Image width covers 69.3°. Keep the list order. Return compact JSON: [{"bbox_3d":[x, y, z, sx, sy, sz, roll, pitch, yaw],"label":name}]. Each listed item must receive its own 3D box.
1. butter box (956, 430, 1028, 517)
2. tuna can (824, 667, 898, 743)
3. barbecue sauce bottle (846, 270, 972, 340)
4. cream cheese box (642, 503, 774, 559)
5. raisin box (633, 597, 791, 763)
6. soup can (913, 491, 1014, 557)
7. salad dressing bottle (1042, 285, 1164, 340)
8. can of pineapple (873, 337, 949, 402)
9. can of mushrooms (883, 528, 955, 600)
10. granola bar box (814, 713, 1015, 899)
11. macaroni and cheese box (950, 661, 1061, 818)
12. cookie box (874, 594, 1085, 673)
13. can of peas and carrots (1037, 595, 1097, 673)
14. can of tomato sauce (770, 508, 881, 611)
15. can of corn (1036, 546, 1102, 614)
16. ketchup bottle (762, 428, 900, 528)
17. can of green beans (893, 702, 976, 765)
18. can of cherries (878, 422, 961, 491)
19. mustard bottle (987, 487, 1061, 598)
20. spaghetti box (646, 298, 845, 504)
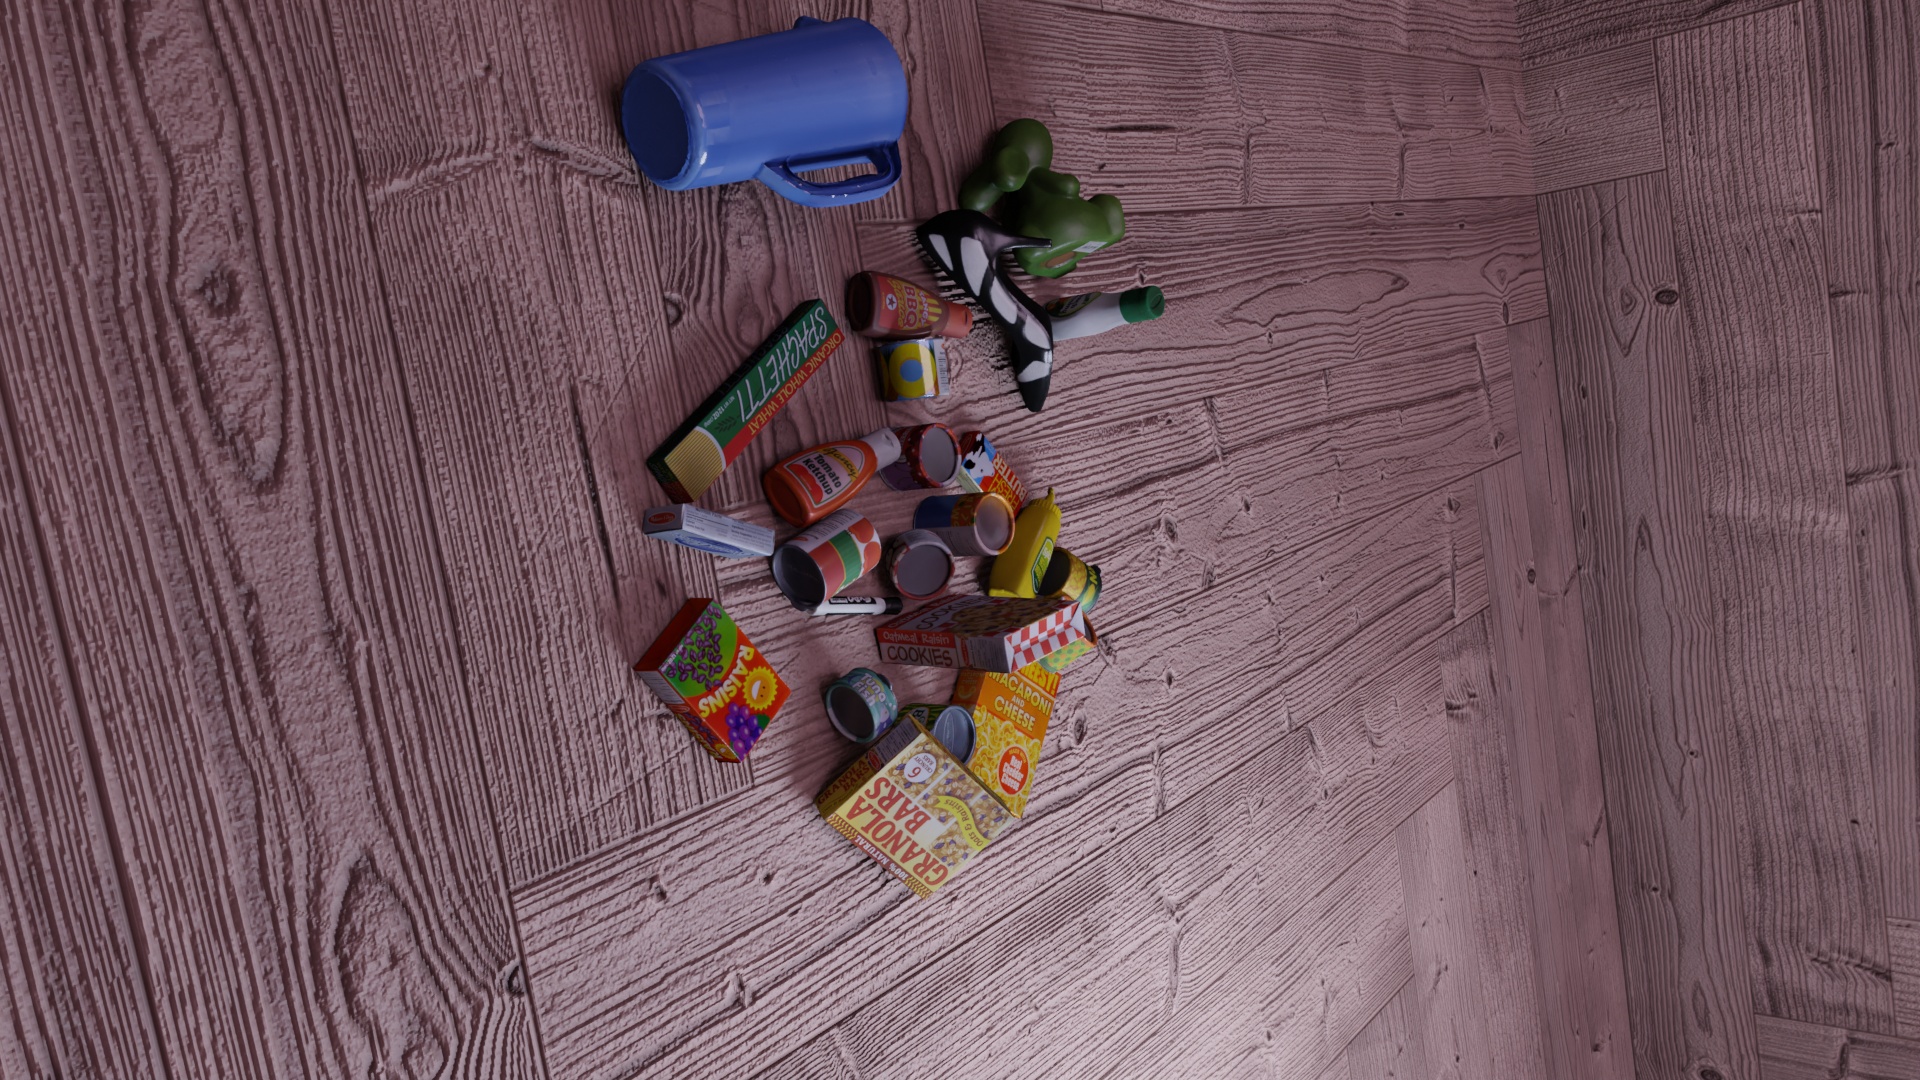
[{"bbox_3d":[0.030,-0.066,1.504,0.103,0.024,0.053,49,54,-34],"label":"butter box"},{"bbox_3d":[-0.093,0.155,1.316,0.033,0.071,0.071,-32,111,-44],"label":"tuna can"},{"bbox_3d":[-0.049,-0.232,1.412,0.149,0.043,0.065,1,86,-49],"label":"barbecue sauce bottle"},{"bbox_3d":[-0.216,-0.007,1.202,0.104,0.053,0.024,19,72,-46],"label":"cream cheese box"},{"bbox_3d":[-0.213,0.122,1.207,0.123,0.040,0.086,55,50,-29],"label":"raisin box"},{"bbox_3d":[0.005,-0.018,1.428,0.071,0.083,0.071,5,83,-48],"label":"soup can"},{"bbox_3d":[0.160,-0.259,1.571,0.064,0.147,0.044,-48,122,-39],"label":"salad dressing bottle"},{"bbox_3d":[-0.048,-0.171,1.395,0.071,0.071,0.058,-12,97,-48],"label":"can of pineapple"},{"bbox_3d":[-0.041,0.027,1.389,0.071,0.033,0.070,-7,112,-17],"label":"can of mushrooms"},{"bbox_3d":[-0.043,0.260,1.345,0.124,0.039,0.165,-42,125,-1],"label":"granola bar box"},{"bbox_3d":[0.039,0.196,1.484,0.123,0.040,0.167,38,61,-41],"label":"macaroni and cheese box"},{"bbox_3d":[0.018,0.089,1.374,0.123,0.167,0.040,-21,106,-47],"label":"cookie box"},{"bbox_3d":[0.109,0.103,1.517,0.071,0.058,0.071,46,20,-22],"label":"can of peas and carrots"},{"bbox_3d":[-0.124,0.018,1.295,0.083,0.071,0.071,-36,114,-44],"label":"can of tomato sauce"},{"bbox_3d":[0.117,0.045,1.561,0.058,0.071,0.071,35,63,-41],"label":"can of corn"},{"bbox_3d":[-0.117,-0.066,1.320,0.065,0.043,0.149,53,45,5],"label":"ketchup bottle"},{"bbox_3d":[-0.027,0.197,1.397,0.071,0.058,0.071,4,85,-48],"label":"can of green beans"},{"bbox_3d":[-0.043,-0.085,1.398,0.071,0.058,0.071,4,85,-49],"label":"can of cherries"},{"bbox_3d":[0.077,0.003,1.526,0.065,0.049,0.161,73,35,-54],"label":"mustard bottle"},{"bbox_3d":[-0.189,-0.131,1.259,0.251,0.028,0.050,-54,126,-36],"label":"spaghetti box"}]
